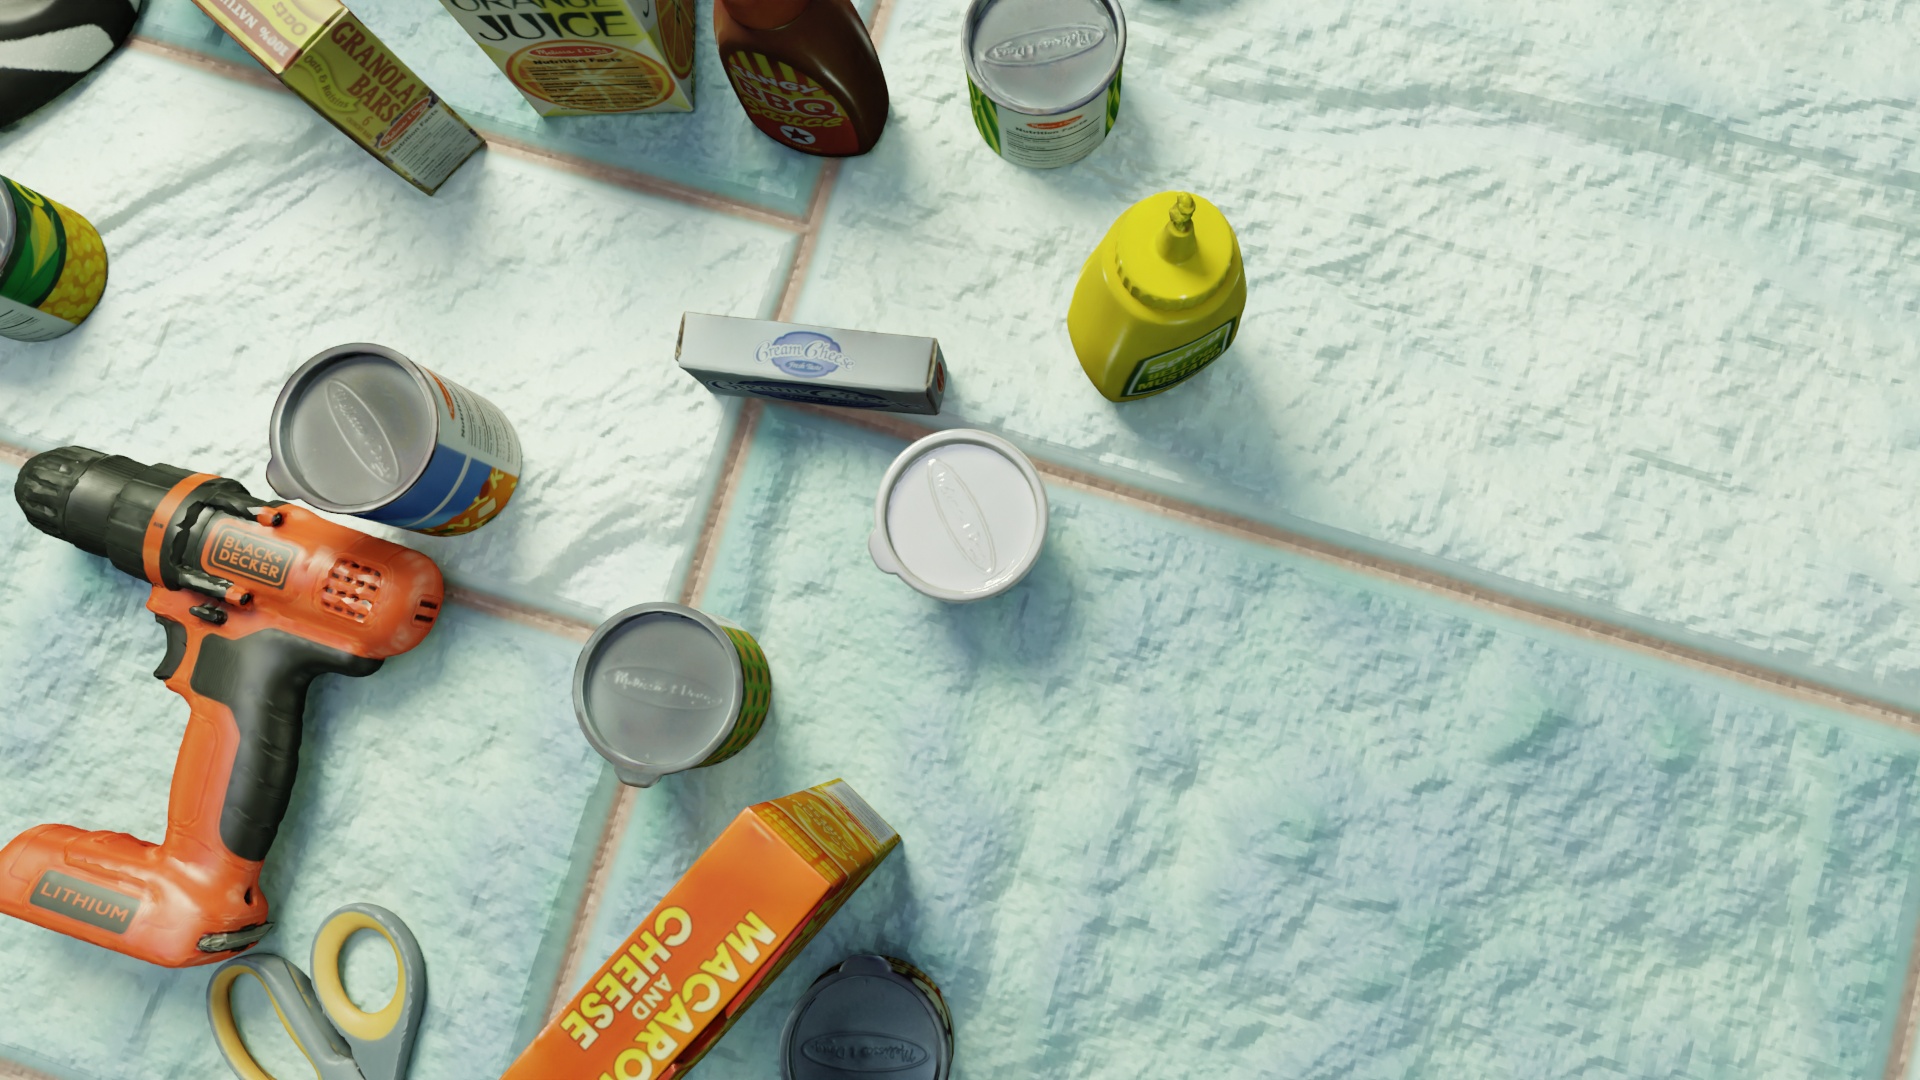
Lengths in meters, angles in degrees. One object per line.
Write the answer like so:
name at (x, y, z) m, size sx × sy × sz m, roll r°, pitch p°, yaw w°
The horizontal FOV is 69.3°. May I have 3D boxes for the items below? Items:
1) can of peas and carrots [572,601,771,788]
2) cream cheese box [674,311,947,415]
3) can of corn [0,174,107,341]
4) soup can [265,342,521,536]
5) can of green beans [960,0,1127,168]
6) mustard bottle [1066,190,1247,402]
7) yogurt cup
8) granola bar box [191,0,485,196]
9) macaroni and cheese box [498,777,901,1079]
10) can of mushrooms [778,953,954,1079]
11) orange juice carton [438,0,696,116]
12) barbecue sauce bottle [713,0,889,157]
can of peas and carrots at (-0.113, 0.062, 0.555) m, size 0.071 × 0.058 × 0.071 m, roll 0°, pitch 83°, yaw 4°
cream cheese box at (-0.059, -0.071, 0.571) m, size 0.104 × 0.053 × 0.024 m, roll 7°, pitch 84°, yaw 5°
can of corn at (-0.418, -0.127, 0.600) m, size 0.071 × 0.058 × 0.071 m, roll 0°, pitch 83°, yaw 4°
soup can at (-0.228, -0.037, 0.563) m, size 0.071 × 0.083 × 0.071 m, roll 0°, pitch 83°, yaw 4°
can of green beans at (0.035, -0.196, 0.578) m, size 0.071 × 0.058 × 0.071 m, roll 0°, pitch 83°, yaw 4°
mustard bottle at (0.074, -0.092, 0.510) m, size 0.065 × 0.160 × 0.049 m, roll -26°, pitch 82°, yaw 1°
yogurt cup at (0.002, -0.007, 0.558) m, size 0.072 × 0.054 × 0.072 m, roll 0°, pitch 83°, yaw 4°
granola bar box at (-0.289, -0.226, 0.571) m, size 0.165 × 0.124 × 0.039 m, roll 42°, pitch 88°, yaw 8°
macaroni and cheese box at (-0.083, 0.145, 0.488) m, size 0.040 × 0.166 × 0.124 m, roll 42°, pitch 88°, yaw 8°
can of mushrooms at (-0.036, 0.196, 0.545) m, size 0.071 × 0.033 × 0.071 m, roll 0°, pitch 83°, yaw 4°
orange juice carton at (-0.160, -0.234, 0.528) m, size 0.073 × 0.192 × 0.072 m, roll -1°, pitch 83°, yaw 4°
barbecue sauce bottle at (-0.067, -0.198, 0.540) m, size 0.065 × 0.148 × 0.043 m, roll 17°, pitch 85°, yaw 6°
